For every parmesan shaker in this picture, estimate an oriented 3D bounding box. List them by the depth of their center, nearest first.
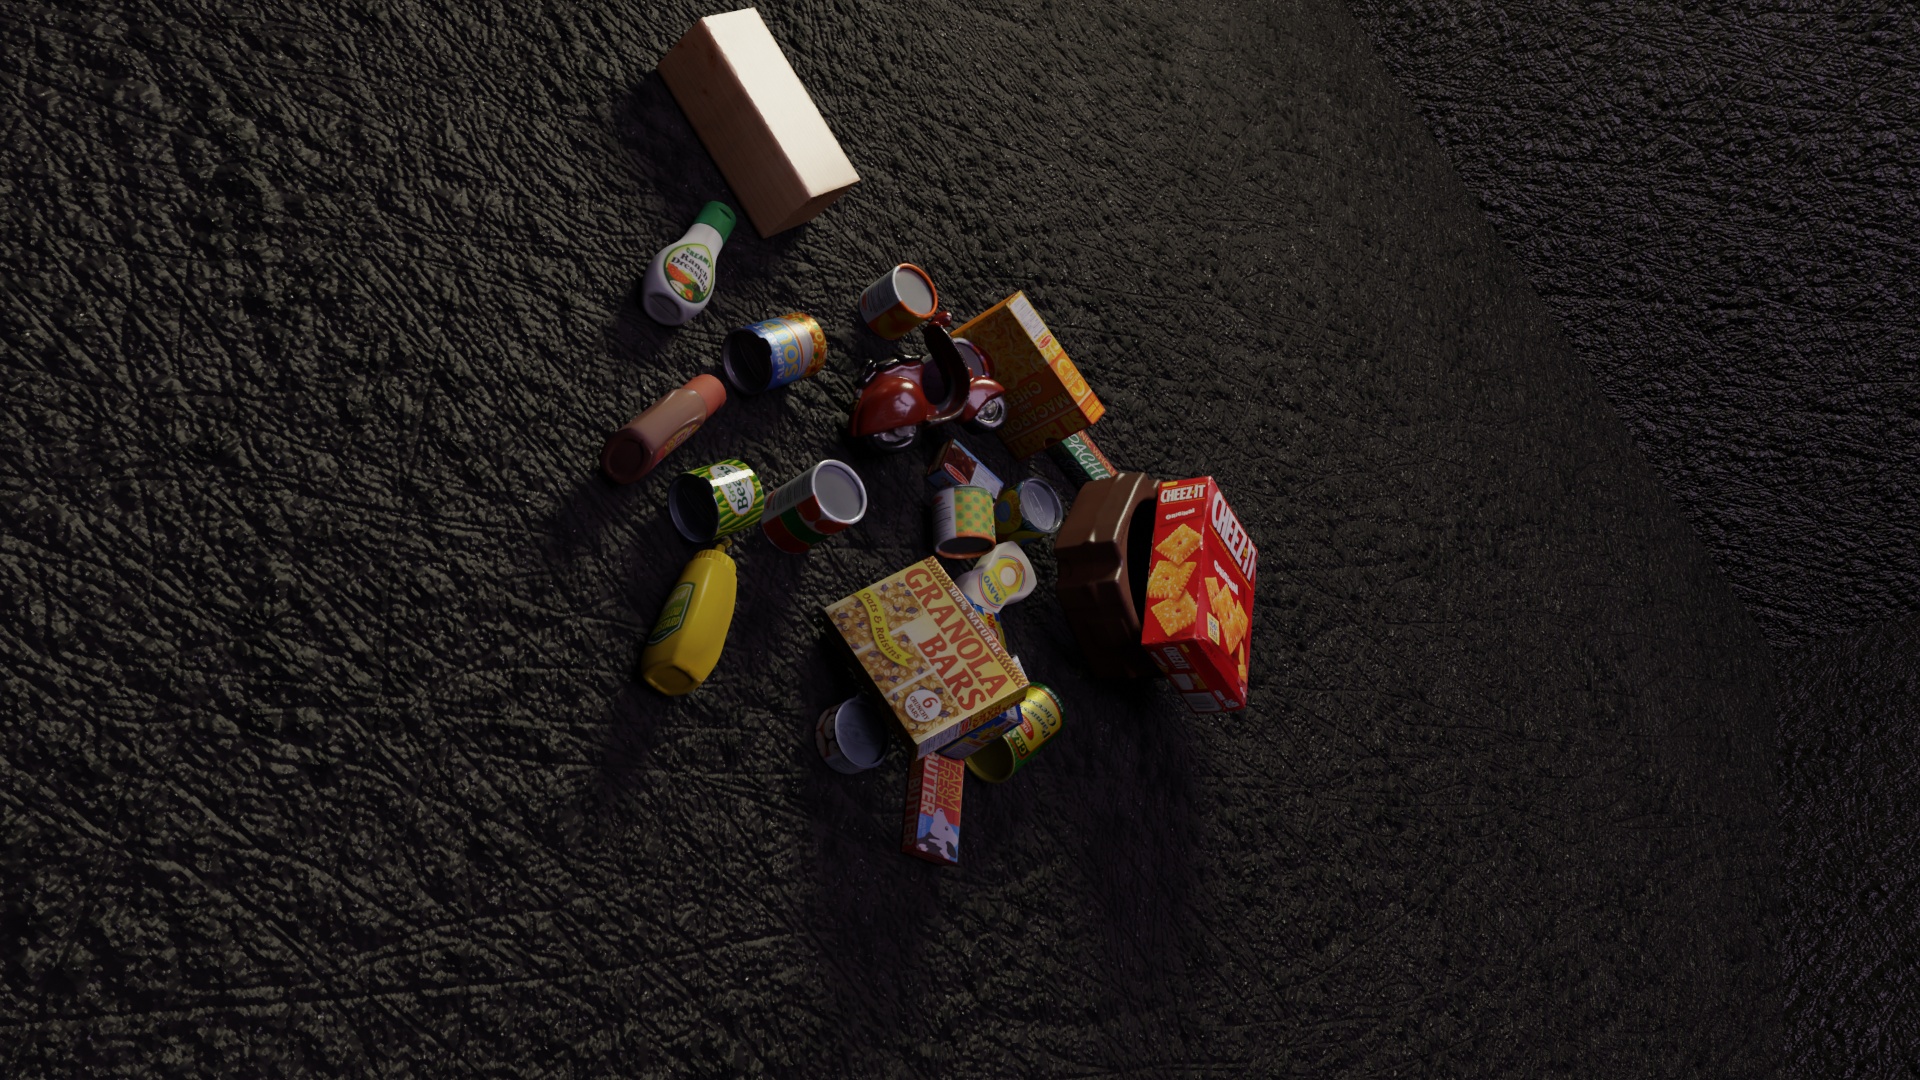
[{"bbox_3d":[0.052,0.190,1.402,0.103,0.071,0.071,-30,93,-49],"label":"parmesan shaker"}]

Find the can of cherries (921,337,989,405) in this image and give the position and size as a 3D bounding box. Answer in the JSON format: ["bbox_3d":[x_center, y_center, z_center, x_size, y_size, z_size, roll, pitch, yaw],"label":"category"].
[{"bbox_3d":[-0.009,-0.181,1.536,0.071,0.058,0.072,23,55,-36],"label":"can of cherries"}]

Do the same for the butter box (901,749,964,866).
[{"bbox_3d":[-0.025,0.252,1.322,0.053,0.024,0.104,28,52,-34],"label":"butter box"}]

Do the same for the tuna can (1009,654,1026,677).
[{"bbox_3d":[0.031,0.145,1.406,0.071,0.071,0.033,-25,90,-49],"label":"tuna can"}]

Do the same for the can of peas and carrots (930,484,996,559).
[{"bbox_3d":[0.005,-0.018,1.460,0.071,0.070,0.059,17,59,-40],"label":"can of peas and carrots"}]

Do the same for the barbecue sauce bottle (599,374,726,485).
[{"bbox_3d":[-0.261,-0.105,1.241,0.043,0.064,0.149,46,35,-7],"label":"barbecue sauce bottle"}]

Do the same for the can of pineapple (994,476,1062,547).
[{"bbox_3d":[0.069,-0.030,1.538,0.071,0.057,0.071,23,55,-36],"label":"can of pineapple"}]

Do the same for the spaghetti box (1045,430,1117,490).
[{"bbox_3d":[0.180,-0.056,1.687,0.249,0.028,0.050,49,42,-16],"label":"spaghetti box"}]

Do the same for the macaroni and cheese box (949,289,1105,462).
[{"bbox_3d":[0.066,-0.181,1.563,0.166,0.123,0.040,53,45,-12],"label":"macaroni and cheese box"}]

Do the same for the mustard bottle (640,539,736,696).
[{"bbox_3d":[-0.225,0.057,1.193,0.048,0.065,0.161,43,39,-30],"label":"mustard bottle"}]

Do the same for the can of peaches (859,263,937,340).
[{"bbox_3d":[-0.066,-0.261,1.520,0.071,0.058,0.071,22,55,-36],"label":"can of peaches"}]

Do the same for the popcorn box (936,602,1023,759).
[{"bbox_3d":[0.008,0.137,1.351,0.038,0.085,0.127,22,43,-41],"label":"popcorn box"}]

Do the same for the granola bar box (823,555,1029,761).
[{"bbox_3d":[-0.033,0.107,1.292,0.124,0.038,0.166,-26,61,-21],"label":"granola bar box"}]

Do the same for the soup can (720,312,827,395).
[{"bbox_3d":[-0.179,-0.184,1.354,0.084,0.071,0.071,-29,91,-49],"label":"soup can"}]

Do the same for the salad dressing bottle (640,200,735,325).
[{"bbox_3d":[-0.259,-0.270,1.338,0.064,0.044,0.148,41,46,-26],"label":"salad dressing bottle"}]

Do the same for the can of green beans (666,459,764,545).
[{"bbox_3d":[-0.218,-0.035,1.241,0.058,0.071,0.071,-24,88,-49],"label":"can of green beans"}]

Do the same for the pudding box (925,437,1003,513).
[{"bbox_3d":[0.005,-0.066,1.513,0.083,0.030,0.050,41,47,-24],"label":"pudding box"}]

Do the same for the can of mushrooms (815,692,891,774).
[{"bbox_3d":[-0.098,0.178,1.279,0.071,0.033,0.071,22,56,-36],"label":"can of mushrooms"}]

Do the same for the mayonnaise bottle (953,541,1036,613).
[{"bbox_3d":[0.022,0.056,1.458,0.149,0.041,0.064,-36,98,-49],"label":"mayonnaise bottle"}]

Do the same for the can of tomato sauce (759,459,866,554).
[{"bbox_3d":[-0.137,-0.031,1.309,0.071,0.083,0.071,22,56,-36],"label":"can of tomato sauce"}]
